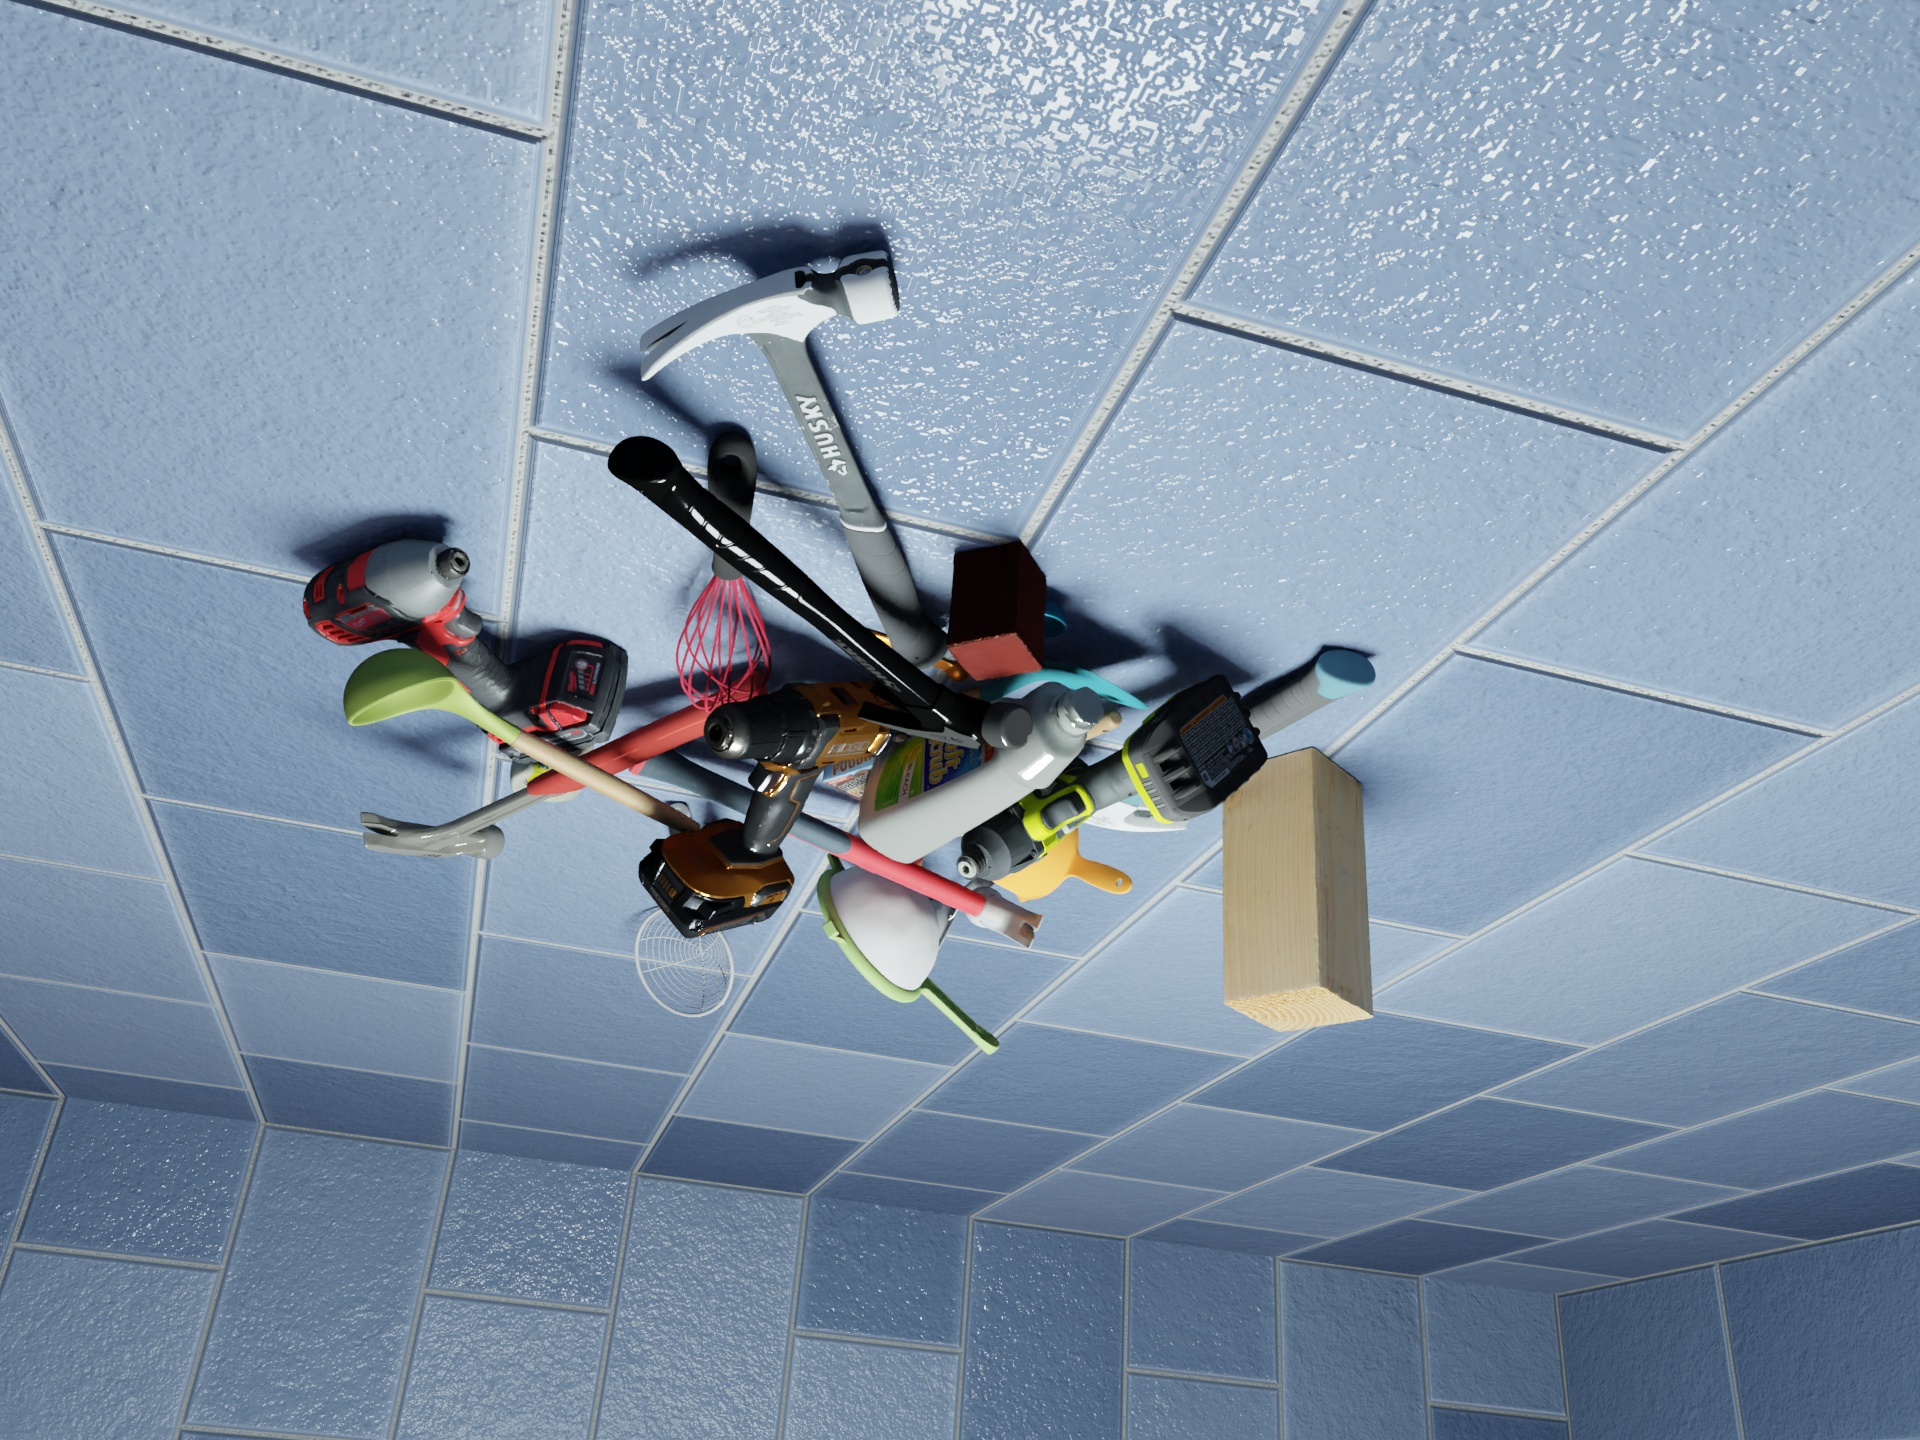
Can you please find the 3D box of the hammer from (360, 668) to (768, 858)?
[{"bbox_3d":[-0.312,0.039,1.304,0.359,0.037,0.149,-23,162,21],"label":"hammer"}]

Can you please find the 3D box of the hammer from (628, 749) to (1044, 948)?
[{"bbox_3d":[-0.108,0.108,1.406,0.386,0.038,0.143,26,175,-18],"label":"hammer"}]

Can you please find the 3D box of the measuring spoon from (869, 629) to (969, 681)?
[{"bbox_3d":[-0.044,-0.050,1.213,0.116,0.011,0.021,18,149,-24],"label":"measuring spoon"}]

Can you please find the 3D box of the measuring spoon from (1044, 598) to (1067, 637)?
[{"bbox_3d":[0.035,-0.067,1.173,0.042,0.021,0.128,18,158,-25],"label":"measuring spoon"}]

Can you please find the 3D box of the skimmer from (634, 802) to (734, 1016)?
[{"bbox_3d":[-0.293,0.197,1.631,0.127,0.090,0.363,33,153,14],"label":"skimmer"}]

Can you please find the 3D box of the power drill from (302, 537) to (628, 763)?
[{"bbox_3d":[-0.359,-0.058,1.184,0.143,0.079,0.219,-15,144,31],"label":"power drill"}]

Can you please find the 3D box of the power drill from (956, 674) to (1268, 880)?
[{"bbox_3d":[0.107,0.055,1.215,0.223,0.171,0.080,-27,94,40],"label":"power drill"}]

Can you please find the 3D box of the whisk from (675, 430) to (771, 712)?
[{"bbox_3d":[-0.162,-0.094,1.106,0.073,0.073,0.295,7,146,-5],"label":"whisk"}]

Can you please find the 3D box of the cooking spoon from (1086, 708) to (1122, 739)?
[{"bbox_3d":[0.035,0.034,1.312,0.068,0.017,0.319,11,162,-29],"label":"cooking spoon"}]

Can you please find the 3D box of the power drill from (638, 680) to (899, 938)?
[{"bbox_3d":[-0.163,0.063,1.228,0.185,0.084,0.226,-5,136,-56],"label":"power drill"}]

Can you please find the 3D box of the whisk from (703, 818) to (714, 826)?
[{"bbox_3d":[-0.220,0.120,1.461,0.055,0.055,0.239,9,173,-9],"label":"whisk"}]

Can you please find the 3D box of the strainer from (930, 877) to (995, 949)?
[{"bbox_3d":[0.004,0.175,1.582,0.050,0.087,0.258,31,135,-10],"label":"strainer"}]

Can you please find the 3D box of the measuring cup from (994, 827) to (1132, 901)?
[{"bbox_3d":[0.079,0.116,1.382,0.052,0.095,0.174,29,173,-33],"label":"measuring cup"}]

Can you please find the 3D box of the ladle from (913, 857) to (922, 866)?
[{"bbox_3d":[-0.045,0.146,1.565,0.069,0.031,0.315,14,154,2],"label":"ladle"}]

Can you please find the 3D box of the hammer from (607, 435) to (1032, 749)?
[{"bbox_3d":[-0.100,-0.076,1.044,0.146,0.035,0.334,8,156,47],"label":"hammer"}]

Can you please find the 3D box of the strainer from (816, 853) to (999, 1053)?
[{"bbox_3d":[-0.031,0.225,1.536,0.069,0.152,0.256,-39,110,13],"label":"strainer"}]

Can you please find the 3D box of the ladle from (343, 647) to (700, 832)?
[{"bbox_3d":[-0.317,0.033,1.197,0.078,0.062,0.319,-26,139,29],"label":"ladle"}]

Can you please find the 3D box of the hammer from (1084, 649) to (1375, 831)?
[{"bbox_3d":[0.201,0.021,1.287,0.128,0.033,0.331,20,148,-25],"label":"hammer"}]

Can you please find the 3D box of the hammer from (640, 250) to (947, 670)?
[{"bbox_3d":[-0.072,-0.137,1.017,0.149,0.036,0.408,-10,152,7],"label":"hammer"}]

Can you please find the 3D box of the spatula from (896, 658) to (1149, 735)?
[{"bbox_3d":[-0.002,-0.004,1.260,0.317,0.044,0.082,-17,150,37],"label":"spatula"}]
